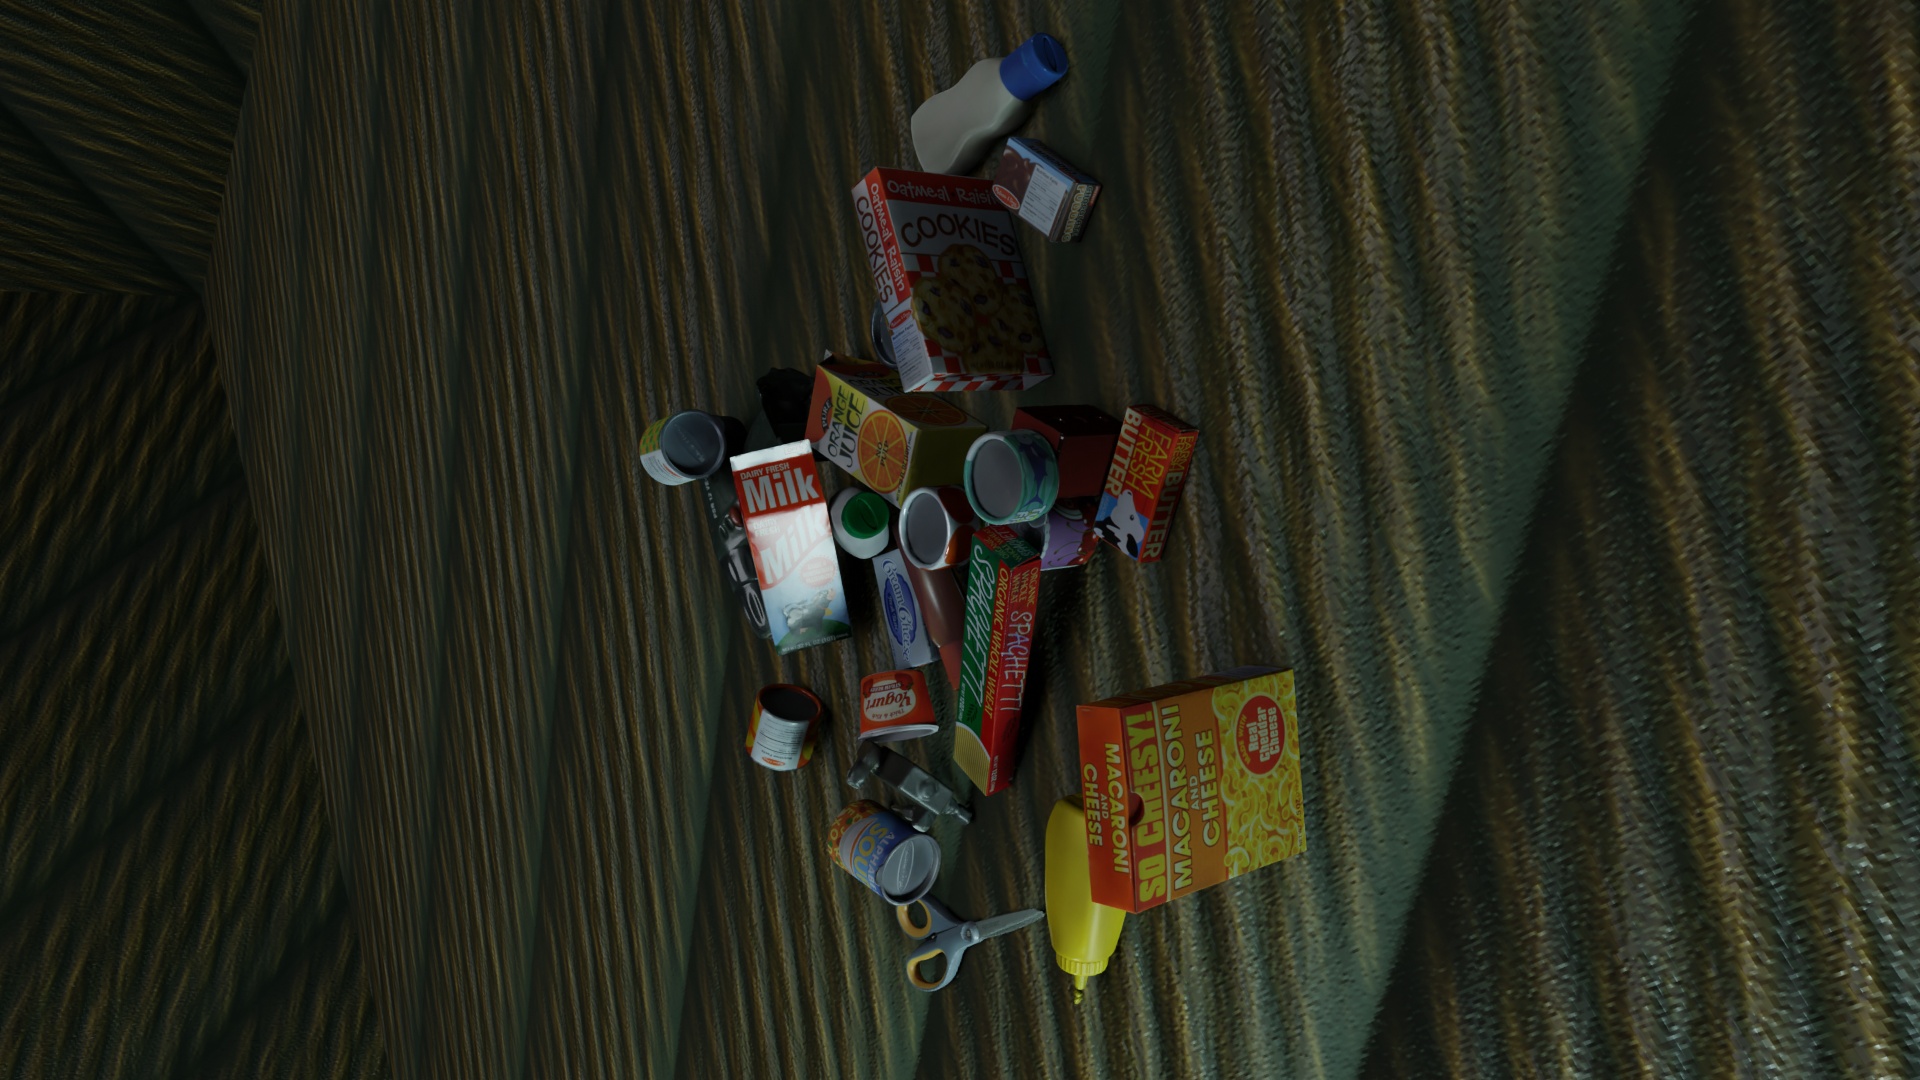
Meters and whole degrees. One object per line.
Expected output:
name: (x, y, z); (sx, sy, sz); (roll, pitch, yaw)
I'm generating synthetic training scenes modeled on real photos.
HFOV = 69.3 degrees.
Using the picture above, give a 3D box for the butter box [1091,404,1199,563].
butter box: (0.130, -0.041, 0.985); (0.053, 0.024, 0.103); (36, 121, 43)

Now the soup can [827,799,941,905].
soup can: (-0.070, 0.274, 1.226); (0.084, 0.071, 0.071); (20, 110, 48)

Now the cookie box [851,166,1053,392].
cookie box: (-0.006, -0.196, 1.054); (0.040, 0.123, 0.167); (-28, 73, 48)

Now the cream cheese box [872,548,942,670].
cream cheese box: (-0.043, 0.058, 1.205); (0.053, 0.024, 0.104); (-22, 78, 48)

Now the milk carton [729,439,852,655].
milk carton: (-0.150, 0.000, 1.226); (0.074, 0.072, 0.189); (-117, 15, -56)

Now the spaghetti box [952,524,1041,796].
spaghetti box: (0.026, 0.096, 1.069); (0.050, 0.029, 0.248); (43, 143, 37)

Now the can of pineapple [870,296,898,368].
can of pineapple: (-0.031, -0.173, 1.137); (0.071, 0.058, 0.071); (9, 101, 50)

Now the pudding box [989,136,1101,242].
pudding box: (0.062, -0.262, 1.037); (0.084, 0.030, 0.049); (46, 128, 37)

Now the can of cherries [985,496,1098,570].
can of cherries: (0.063, -0.012, 1.043); (0.071, 0.058, 0.071); (8, 101, 51)

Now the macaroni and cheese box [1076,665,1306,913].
macaroni and cheese box: (0.149, 0.150, 0.873); (0.040, 0.167, 0.123); (-3, 92, 50)

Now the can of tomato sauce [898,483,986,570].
can of tomato sauce: (0.004, -0.014, 1.094); (0.071, 0.083, 0.071); (9, 102, 50)

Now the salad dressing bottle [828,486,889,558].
salad dressing bottle: (-0.085, -0.017, 1.177); (0.064, 0.044, 0.147); (60, 172, -2)

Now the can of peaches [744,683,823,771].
can of peaches: (-0.170, 0.178, 1.341); (0.071, 0.071, 0.057); (40, 124, 40)

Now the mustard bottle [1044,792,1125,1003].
mustard bottle: (0.094, 0.273, 1.046); (0.065, 0.049, 0.159); (17, 108, 49)

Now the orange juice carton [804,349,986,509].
orange juice carton: (-0.070, -0.098, 1.181); (0.193, 0.073, 0.071); (35, 121, 43)

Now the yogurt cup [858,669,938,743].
yogurt cup: (-0.056, 0.143, 1.201); (0.072, 0.072, 0.054); (-26, 67, 49)

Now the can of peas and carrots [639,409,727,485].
can of peas and carrots: (-0.262, -0.089, 1.316); (0.058, 0.071, 0.071); (-9, 88, 56)

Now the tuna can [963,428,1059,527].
tuna can: (0.035, -0.042, 0.970); (0.071, 0.033, 0.071); (10, 104, 48)

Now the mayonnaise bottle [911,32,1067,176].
mayonnaise bottle: (0.021, -0.336, 1.071); (0.147, 0.041, 0.065); (-23, 78, 48)

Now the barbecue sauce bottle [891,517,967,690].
barbecue sauce bottle: (-0.013, 0.049, 1.145); (0.065, 0.044, 0.148); (75, 176, -82)
